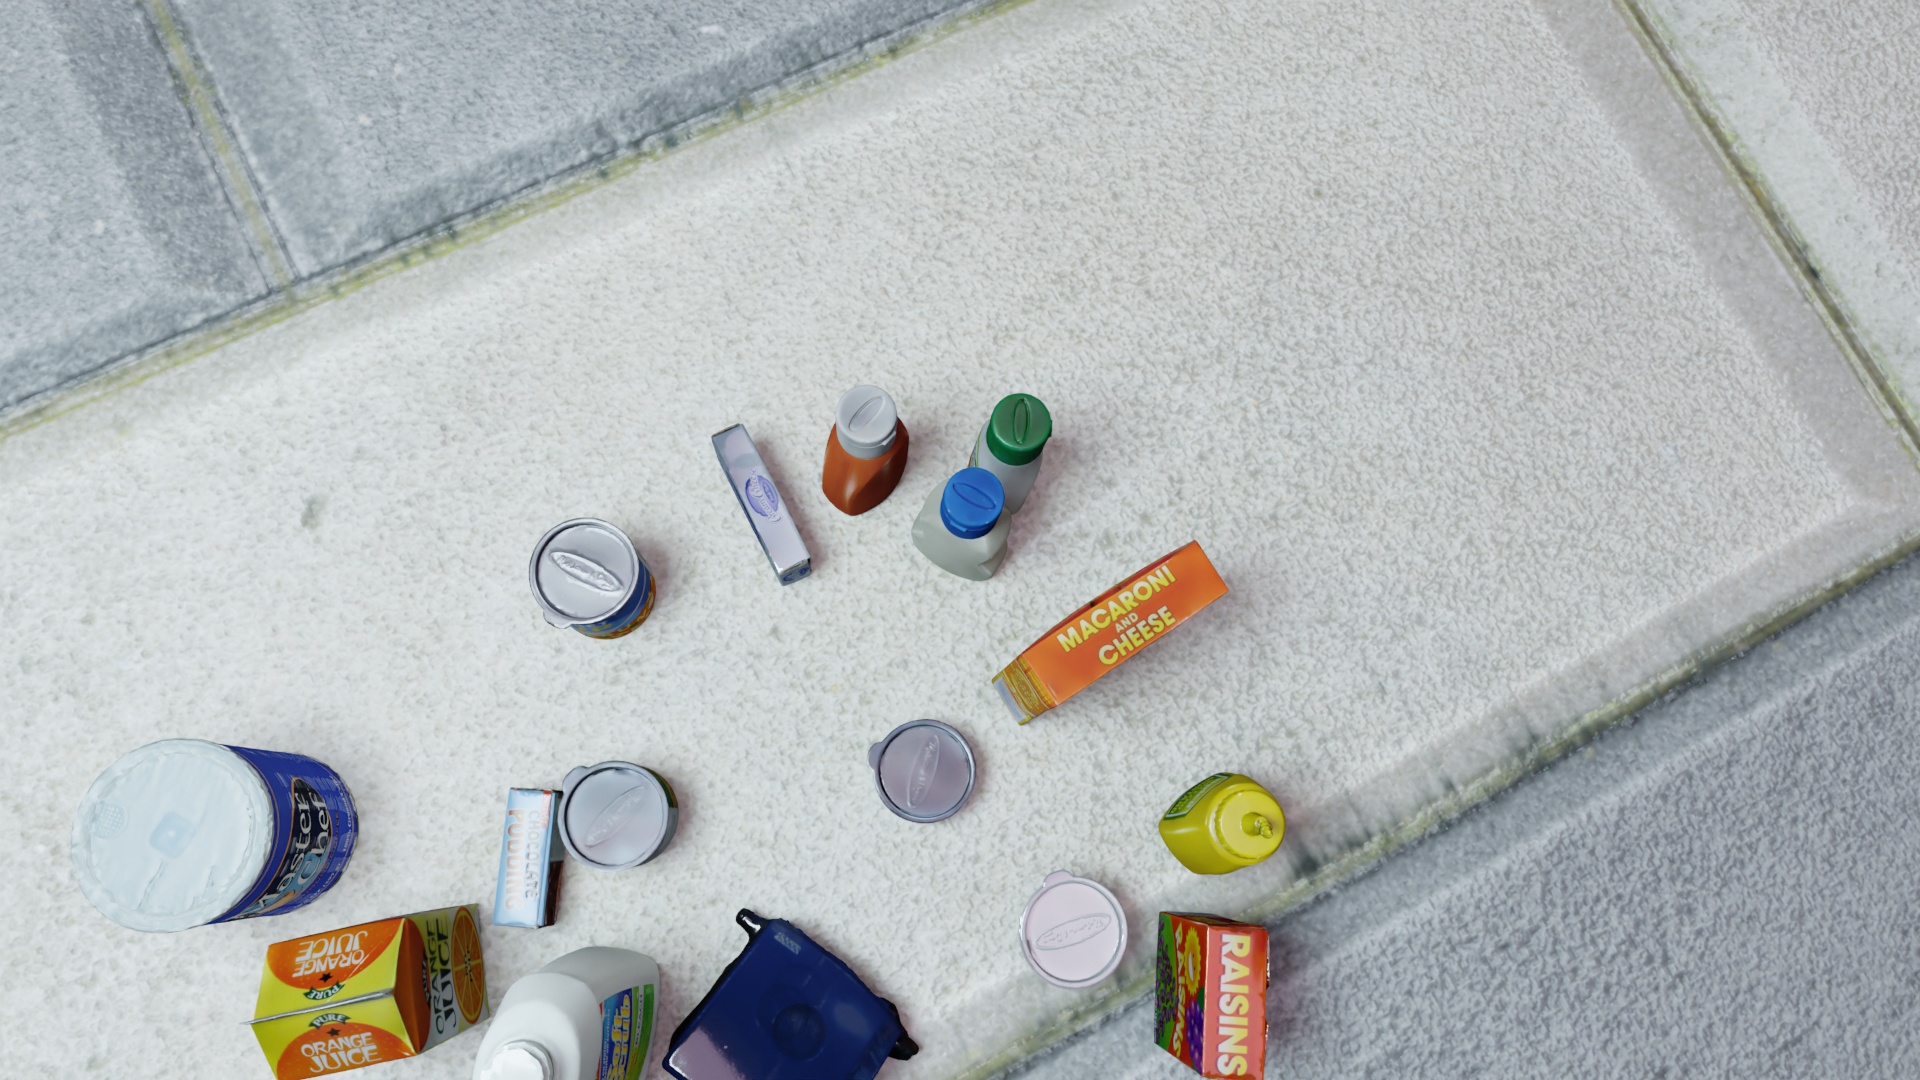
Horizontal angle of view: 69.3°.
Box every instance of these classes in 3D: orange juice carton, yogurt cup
[{"bbox_3d":[-0.324,0.249,0.771,0.072,0.192,0.073,-9,79,-6],"label":"orange juice carton"},{"bbox_3d":[0.068,0.245,0.875,0.072,0.054,0.072,1,78,-4],"label":"yogurt cup"}]

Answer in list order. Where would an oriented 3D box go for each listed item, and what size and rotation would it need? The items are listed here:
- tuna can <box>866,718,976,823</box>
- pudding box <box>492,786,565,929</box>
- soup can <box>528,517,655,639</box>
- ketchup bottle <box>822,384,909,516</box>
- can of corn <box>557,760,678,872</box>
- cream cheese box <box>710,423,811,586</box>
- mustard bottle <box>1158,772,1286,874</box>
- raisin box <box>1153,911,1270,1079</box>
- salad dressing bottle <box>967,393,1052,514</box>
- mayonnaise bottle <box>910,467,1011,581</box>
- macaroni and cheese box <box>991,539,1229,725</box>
[{"bbox_3d":[-0.026,0.149,0.900,0.071,0.032,0.071,1,78,-4],"label":"tuna can"},{"bbox_3d":[-0.265,0.196,0.861,0.030,0.049,0.084,4,78,-4],"label":"pudding box"},{"bbox_3d":[-0.233,0.028,0.883,0.071,0.083,0.071,1,78,-4],"label":"soup can"},{"bbox_3d":[-0.060,-0.059,0.883,0.043,0.148,0.065,41,78,4],"label":"ketchup bottle"},{"bbox_3d":[-0.214,0.170,0.867,0.071,0.058,0.071,1,78,-4],"label":"can of corn"},{"bbox_3d":[-0.131,-0.022,0.918,0.024,0.053,0.104,-26,81,-9],"label":"cream cheese box"},{"bbox_3d":[0.165,0.171,0.845,0.065,0.160,0.049,-39,84,-11],"label":"mustard bottle"},{"bbox_3d":[0.151,0.272,0.841,0.040,0.123,0.086,6,78,-3],"label":"raisin box"},{"bbox_3d":[0.031,-0.056,0.891,0.044,0.147,0.064,5,78,-3],"label":"salad dressing bottle"},{"bbox_3d":[0.003,-0.011,0.878,0.065,0.147,0.041,29,78,2],"label":"mayonnaise bottle"},{"bbox_3d":[0.086,0.061,0.860,0.124,0.166,0.040,-32,83,-10],"label":"macaroni and cheese box"}]
